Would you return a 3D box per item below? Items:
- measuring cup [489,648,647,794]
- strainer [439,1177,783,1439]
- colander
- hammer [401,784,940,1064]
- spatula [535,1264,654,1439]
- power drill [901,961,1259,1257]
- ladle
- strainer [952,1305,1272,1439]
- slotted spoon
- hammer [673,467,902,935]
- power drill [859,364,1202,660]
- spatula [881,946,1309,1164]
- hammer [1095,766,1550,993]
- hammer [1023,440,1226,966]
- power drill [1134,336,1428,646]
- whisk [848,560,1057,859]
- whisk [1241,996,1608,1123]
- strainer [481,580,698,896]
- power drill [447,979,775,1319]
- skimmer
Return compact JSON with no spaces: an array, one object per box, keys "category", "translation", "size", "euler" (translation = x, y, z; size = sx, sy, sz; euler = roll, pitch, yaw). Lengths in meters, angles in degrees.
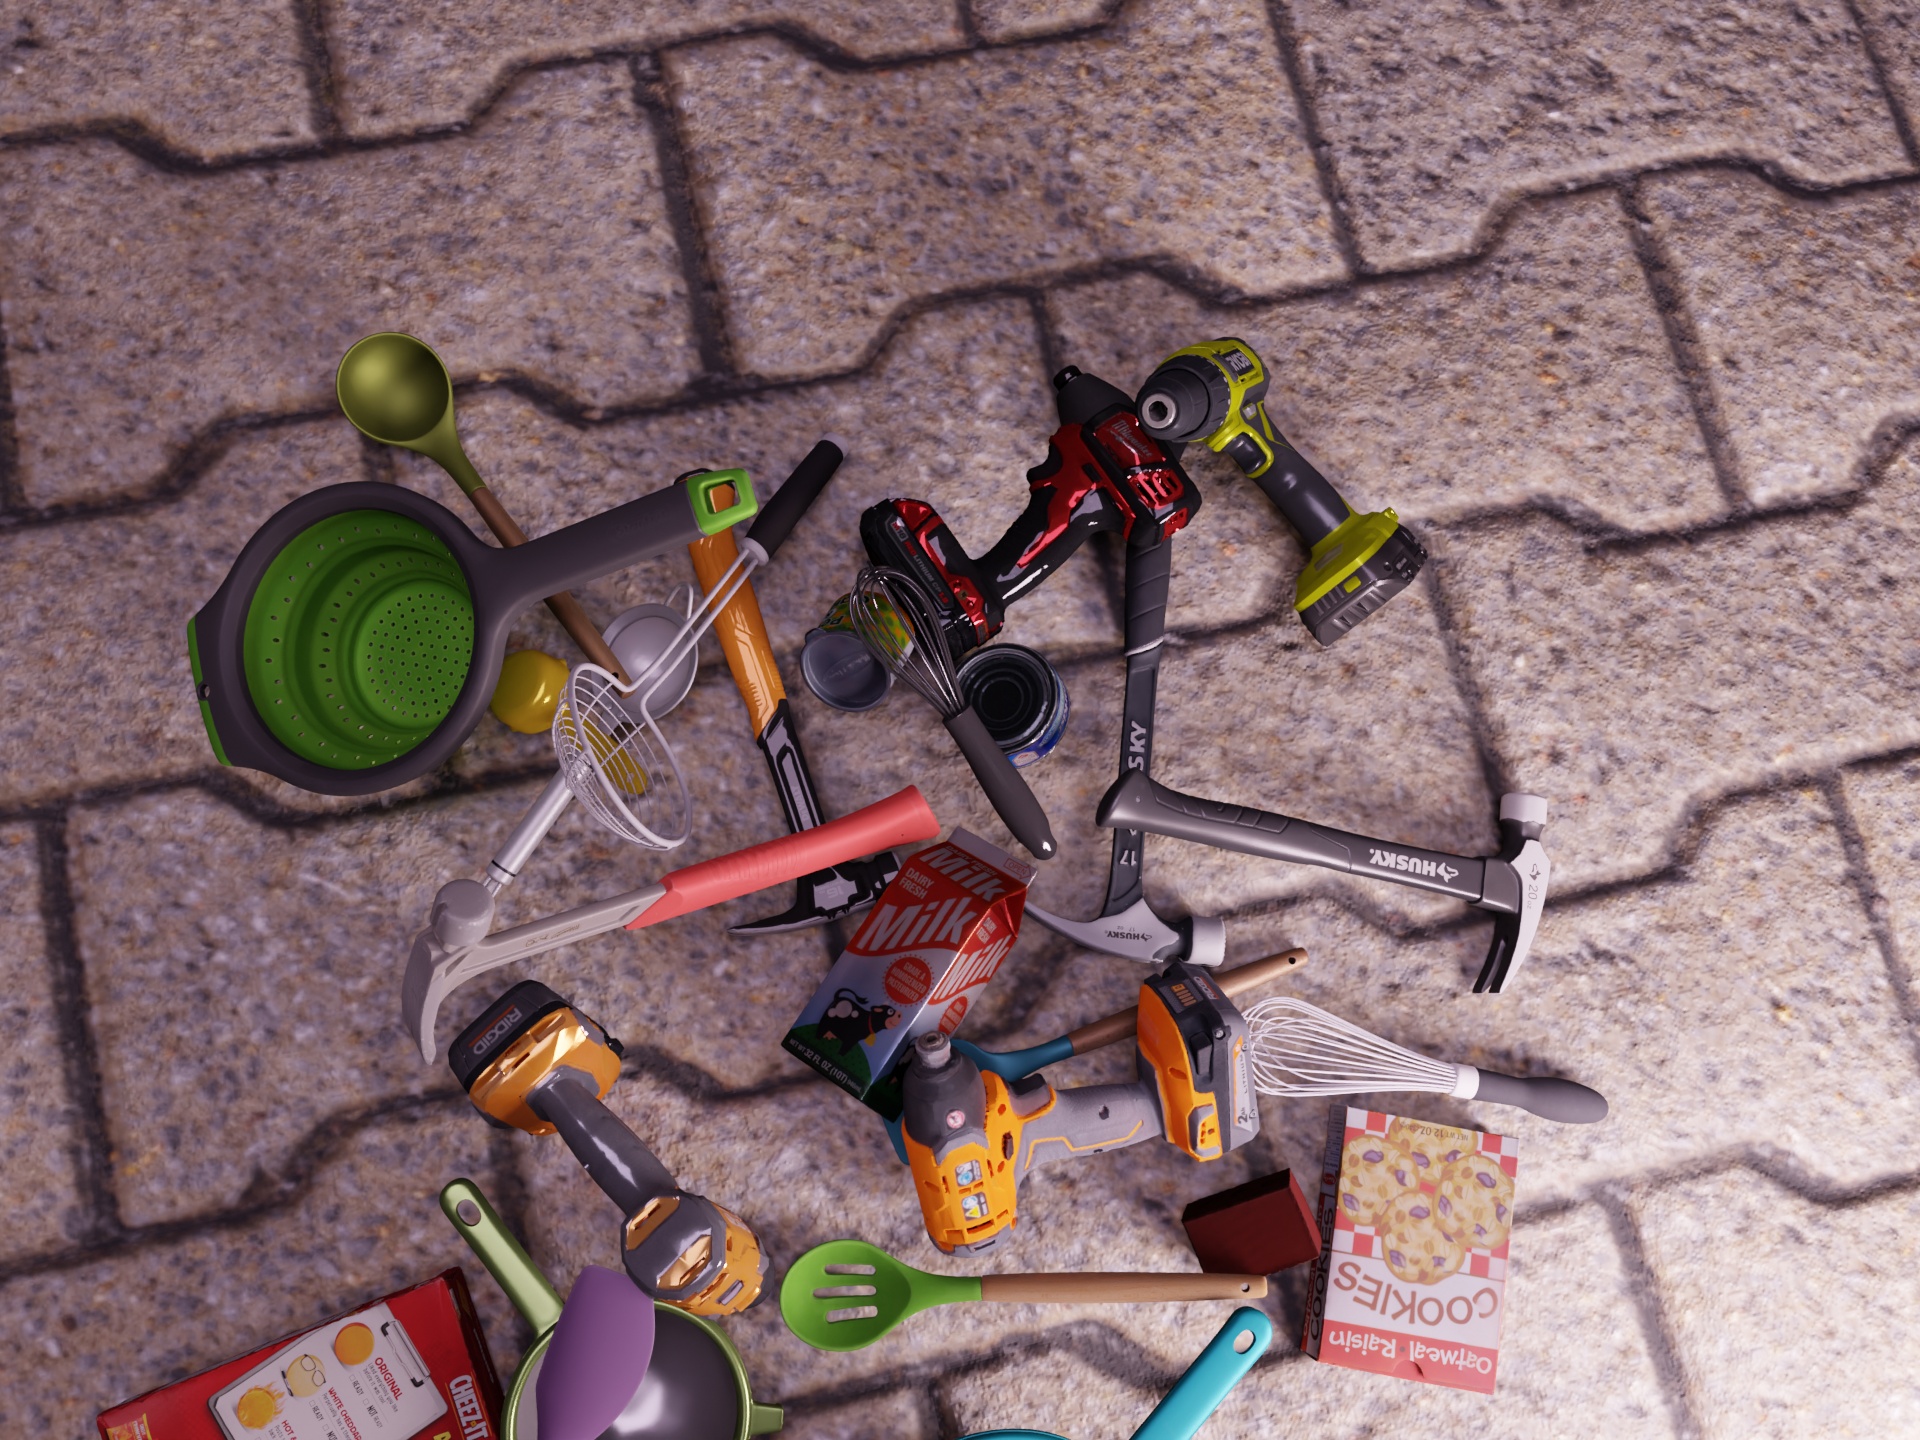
[{"category":"measuring cup","translation":[-0.265,0.003,1.070],"size":[0.157,0.029,0.062],"euler":[36,88,32]},{"category":"strainer","translation":[-0.241,0.389,0.998],"size":[0.151,0.069,0.256],"euler":[-38,90,-13]},{"category":"colander","translation":[-0.306,-0.076,1.046],"size":[0.397,0.094,0.204],"euler":[-19,80,10]},{"category":"hammer","translation":[-0.164,0.108,0.989],"size":[0.359,0.149,0.037],"euler":[-16,58,-37]},{"category":"spatula","translation":[-0.254,0.474,0.940],"size":[0.060,0.018,0.316],"euler":[22,92,-1]},{"category":"power drill","translation":[0.071,0.239,1.025],"size":[0.226,0.084,0.164],"euler":[-18,120,-11]},{"category":"ladle","translation":[-0.324,-0.141,1.098],"size":[0.078,0.062,0.320],"euler":[-39,77,1]},{"category":"strainer","translation":[0.068,0.497,1.000],"size":[0.211,0.095,0.340],"euler":[45,76,2]},{"category":"slotted spoon","translation":[0.040,0.370,1.031],"size":[0.314,0.031,0.070],"euler":[-3,79,5]},{"category":"hammer","translation":[-0.147,-0.018,1.118],"size":[0.127,0.034,0.337],"euler":[-17,80,-9]},{"category":"power drill","translation":[0.045,-0.151,1.126],"size":[0.219,0.078,0.143],"euler":[-32,78,-5]},{"category":"spatula","translation":[0.096,0.214,1.098],"size":[0.317,0.044,0.082],"euler":[-18,80,-13]},{"category":"hammer","translation":[0.254,0.094,1.105],"size":[0.334,0.035,0.146],"euler":[12,77,-12]},{"category":"hammer","translation":[0.125,-0.033,1.146],"size":[0.149,0.036,0.409],"euler":[6,77,-3]},{"category":"power drill","translation":[0.217,-0.168,1.114],"size":[0.080,0.190,0.228],"euler":[-41,88,29]},{"category":"whisk","translation":[-0.001,-0.004,1.061],"size":[0.055,0.055,0.239],"euler":[-36,103,-11]},{"category":"whisk","translation":[0.315,0.242,1.098],"size":[0.284,0.070,0.070],"euler":[12,77,-8]},{"category":"strainer","translation":[-0.254,0.018,1.099],"size":[0.087,0.050,0.258],"euler":[32,83,26]},{"category":"power drill","translation":[-0.205,0.281,1.000],"size":[0.084,0.185,0.226],"euler":[-43,66,-12]},{"category":"skimmer","translation":[-0.148,-0.073,1.053],"size":[0.127,0.090,0.363],"euler":[55,51,-32]}]
